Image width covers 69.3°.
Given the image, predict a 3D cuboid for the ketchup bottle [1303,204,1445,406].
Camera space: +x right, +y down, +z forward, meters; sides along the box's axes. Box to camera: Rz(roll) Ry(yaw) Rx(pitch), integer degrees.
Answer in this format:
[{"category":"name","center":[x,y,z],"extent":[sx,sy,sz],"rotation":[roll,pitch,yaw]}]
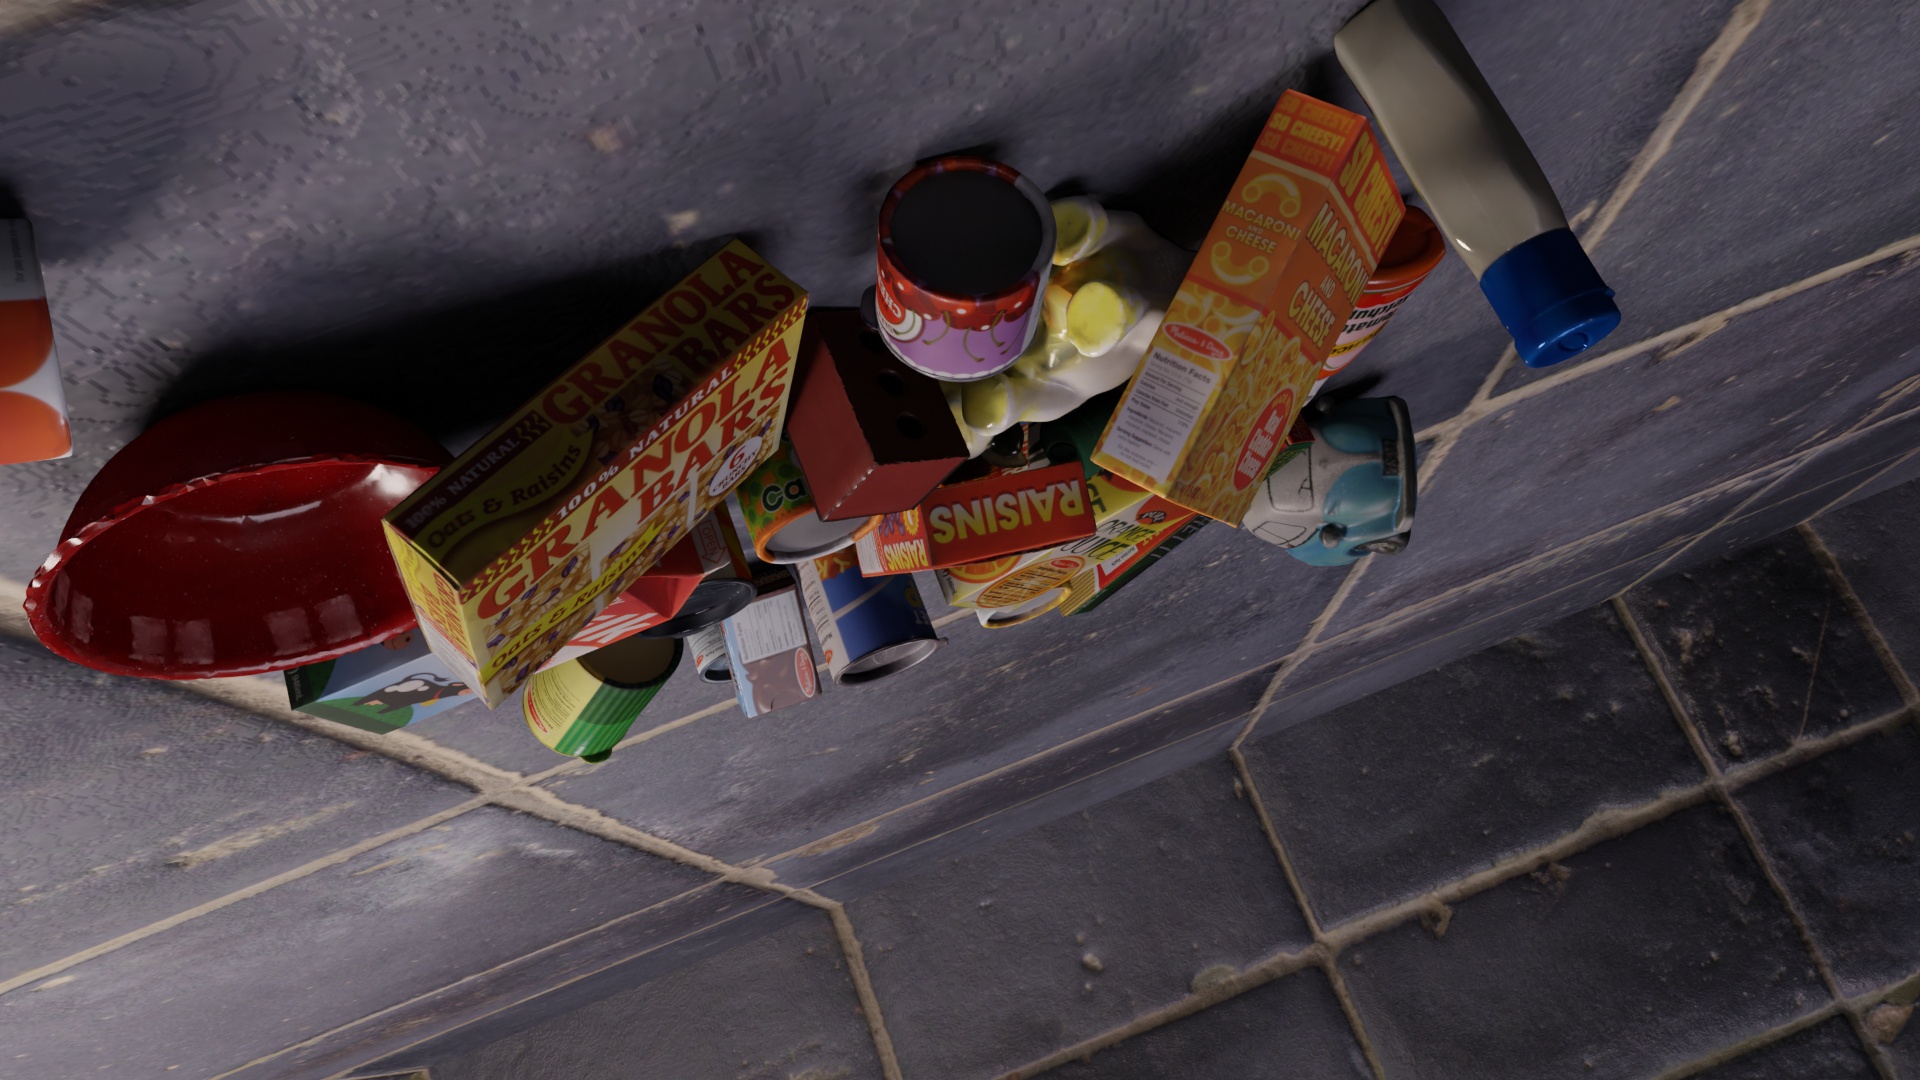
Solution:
[{"category":"ketchup bottle","center":[0.199,-0.119,0.744],"extent":[0.065,0.043,0.148],"rotation":[-19,162,-15]}]

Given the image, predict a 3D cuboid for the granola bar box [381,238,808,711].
[{"category":"granola bar box","center":[-0.132,-0.024,0.525],"extent":[0.166,0.039,0.123],"rotation":[-47,172,-27]}]

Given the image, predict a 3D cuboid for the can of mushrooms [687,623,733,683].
[{"category":"can of mushrooms","center":[-0.138,0.064,0.892],"extent":[0.071,0.033,0.070],"rotation":[-20,161,-7]}]

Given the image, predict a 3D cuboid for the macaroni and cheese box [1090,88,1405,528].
[{"category":"macaroni and cheese box","center":[0.128,-0.093,0.602],"extent":[0.166,0.040,0.124],"rotation":[-63,156,6]}]

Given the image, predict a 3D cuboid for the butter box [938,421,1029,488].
[{"category":"butter box","center":[0.009,-0.057,0.733],"extent":[0.053,0.024,0.103],"rotation":[-20,162,-4]}]

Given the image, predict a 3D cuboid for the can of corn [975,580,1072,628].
[{"category":"can of corn","center":[0.036,0.019,0.924],"extent":[0.071,0.058,0.071],"rotation":[-19,162,-7]}]

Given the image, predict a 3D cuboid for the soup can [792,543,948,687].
[{"category":"soup can","center":[-0.055,0.035,0.825],"extent":[0.071,0.084,0.071],"rotation":[-20,162,-7]}]

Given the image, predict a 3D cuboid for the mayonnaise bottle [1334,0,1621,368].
[{"category":"mayonnaise bottle","center":[0.194,-0.136,0.523],"extent":[0.041,0.148,0.065],"rotation":[-34,158,31]}]

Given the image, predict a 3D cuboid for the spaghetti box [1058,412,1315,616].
[{"category":"spaghetti box","center":[0.138,-0.023,0.935],"extent":[0.029,0.050,0.249],"rotation":[-9,158,-38]}]

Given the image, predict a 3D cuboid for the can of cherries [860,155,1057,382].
[{"category":"can of cherries","center":[-0.002,-0.102,0.527],"extent":[0.071,0.071,0.058],"rotation":[-18,161,-12]}]

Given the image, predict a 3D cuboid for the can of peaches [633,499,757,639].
[{"category":"can of peaches","center":[-0.143,0.011,0.698],"extent":[0.071,0.058,0.071],"rotation":[-20,162,-7]}]

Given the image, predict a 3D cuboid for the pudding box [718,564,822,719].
[{"category":"pudding box","center":[-0.118,0.061,0.839],"extent":[0.050,0.030,0.083],"rotation":[-18,118,-16]}]

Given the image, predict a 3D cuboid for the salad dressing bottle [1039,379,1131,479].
[{"category":"salad dressing bottle","center":[0.108,-0.077,0.701],"extent":[0.148,0.044,0.064],"rotation":[-30,-169,-22]}]

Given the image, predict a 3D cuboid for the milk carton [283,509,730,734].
[{"category":"milk carton","center":[-0.200,0.016,0.623],"extent":[0.190,0.072,0.073],"rotation":[-23,161,2]}]

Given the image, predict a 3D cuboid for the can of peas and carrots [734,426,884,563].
[{"category":"can of peas and carrots","center":[-0.075,-0.030,0.660],"extent":[0.071,0.059,0.070],"rotation":[-20,162,-7]}]

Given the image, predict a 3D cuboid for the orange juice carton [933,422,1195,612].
[{"category":"orange juice carton","center":[0.073,-0.032,0.801],"extent":[0.192,0.072,0.073],"rotation":[-30,160,24]}]

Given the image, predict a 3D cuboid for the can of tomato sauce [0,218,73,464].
[{"category":"can of tomato sauce","center":[-0.283,-0.047,0.359],"extent":[0.083,0.071,0.071],"rotation":[-11,159,-32]}]

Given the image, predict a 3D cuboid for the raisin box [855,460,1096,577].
[{"category":"raisin box","center":[0.002,-0.009,0.693],"extent":[0.086,0.040,0.123],"rotation":[-11,-179,-20]}]

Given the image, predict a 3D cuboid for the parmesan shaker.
[{"category":"parmesan shaker","center":[-0.204,0.078,0.795],"extent":[0.071,0.071,0.102],"rotation":[-8,157,-36]}]
